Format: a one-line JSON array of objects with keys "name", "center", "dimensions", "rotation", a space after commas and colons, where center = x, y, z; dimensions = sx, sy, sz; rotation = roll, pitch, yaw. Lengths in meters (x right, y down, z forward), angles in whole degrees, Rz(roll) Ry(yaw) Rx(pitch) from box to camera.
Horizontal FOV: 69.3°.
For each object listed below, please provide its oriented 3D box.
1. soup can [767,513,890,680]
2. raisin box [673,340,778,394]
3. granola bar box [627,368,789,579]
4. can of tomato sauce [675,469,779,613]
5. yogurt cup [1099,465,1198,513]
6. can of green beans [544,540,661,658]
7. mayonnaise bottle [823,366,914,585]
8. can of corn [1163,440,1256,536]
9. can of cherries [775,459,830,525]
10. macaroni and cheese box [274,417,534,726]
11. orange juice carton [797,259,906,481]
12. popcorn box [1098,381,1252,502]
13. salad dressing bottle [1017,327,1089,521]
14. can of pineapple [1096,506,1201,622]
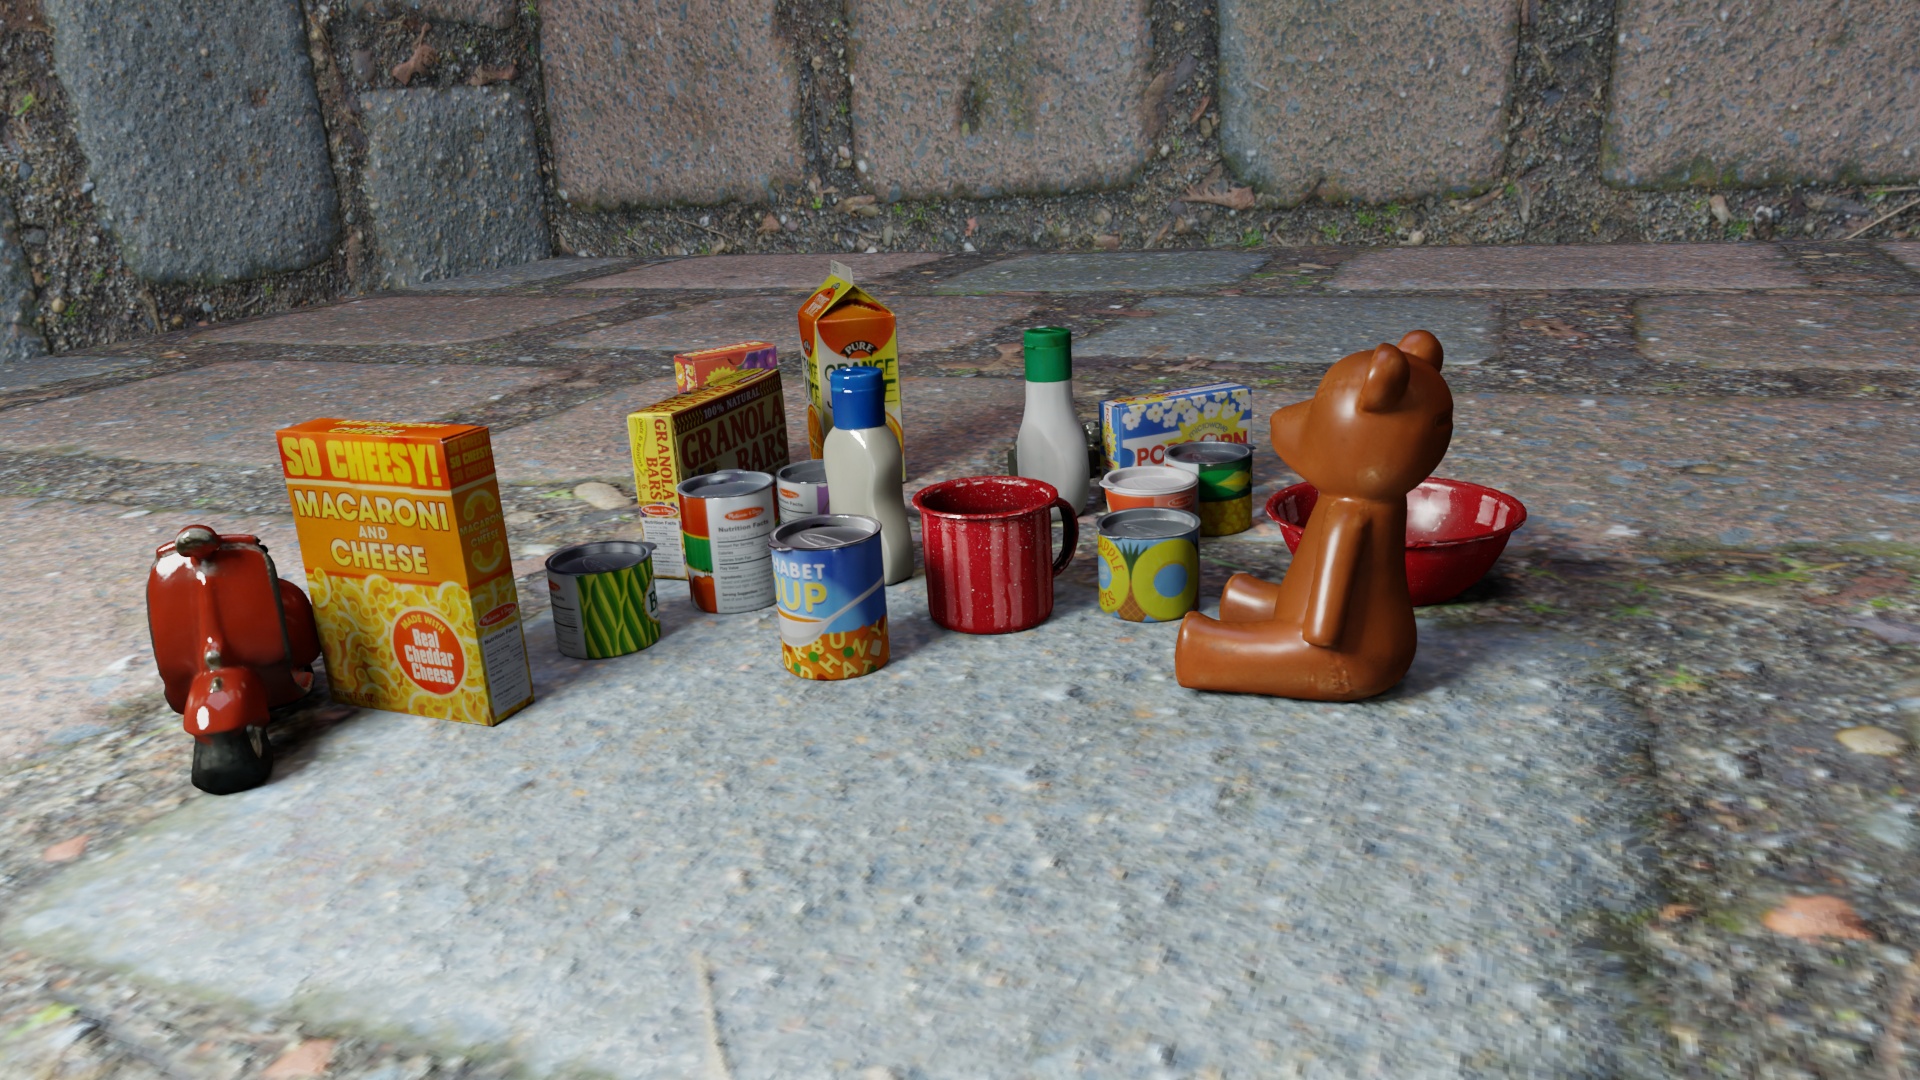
[{"name": "soup can", "center": [-0.079, 0.034, 0.826], "dimensions": [0.071, 0.083, 0.071], "rotation": [-3, 17, 1]}, {"name": "raisin box", "center": [-0.203, -0.110, 1.234], "dimensions": [0.086, 0.123, 0.040], "rotation": [-17, 22, -36]}, {"name": "granola bar box", "center": [-0.184, -0.054, 1.055], "dimensions": [0.039, 0.123, 0.166], "rotation": [3, 19, 20]}, {"name": "can of tomato sauce", "center": [-0.156, 0.000, 0.948], "dimensions": [0.071, 0.082, 0.071], "rotation": [-3, 17, 1]}, {"name": "yogurt cup", "center": [0.138, -0.020, 1.005], "dimensions": [0.072, 0.053, 0.072], "rotation": [-3, 17, 1]}, {"name": "can of green beans", "center": [-0.227, 0.037, 0.885], "dimensions": [0.071, 0.057, 0.071], "rotation": [-3, 17, 1]}, {"name": "mayonnaise bottle", "center": [-0.066, -0.045, 0.965], "dimensions": [0.065, 0.147, 0.041], "rotation": [12, 23, 41]}, {"name": "can of corn", "center": [0.189, -0.040, 1.050], "dimensions": [0.071, 0.058, 0.071], "rotation": [-3, 17, 1]}, {"name": "can of cherries", "center": [-0.104, -0.027, 1.062], "dimensions": [0.071, 0.058, 0.072], "rotation": [-3, 17, 1]}, {"name": "macaroni and cheese box", "center": [-0.314, 0.016, 0.790], "dimensions": [0.124, 0.165, 0.040], "rotation": [4, 19, 23]}, {"name": "orange juice carton", "center": [-0.096, -0.145, 1.212], "dimensions": [0.073, 0.192, 0.072], "rotation": [-9, 18, -16]}, {"name": "popcorn box", "center": [0.176, -0.078, 1.127], "dimensions": [0.127, 0.085, 0.038], "rotation": [-10, 19, -21]}, {"name": "salad dressing bottle", "center": [0.071, -0.091, 1.085], "dimensions": [0.044, 0.147, 0.064], "rotation": [-16, 21, -34]}, {"name": "can of pineapple", "center": [0.119, 0.015, 0.891], "dimensions": [0.071, 0.057, 0.071], "rotation": [-3, 17, 1]}]
